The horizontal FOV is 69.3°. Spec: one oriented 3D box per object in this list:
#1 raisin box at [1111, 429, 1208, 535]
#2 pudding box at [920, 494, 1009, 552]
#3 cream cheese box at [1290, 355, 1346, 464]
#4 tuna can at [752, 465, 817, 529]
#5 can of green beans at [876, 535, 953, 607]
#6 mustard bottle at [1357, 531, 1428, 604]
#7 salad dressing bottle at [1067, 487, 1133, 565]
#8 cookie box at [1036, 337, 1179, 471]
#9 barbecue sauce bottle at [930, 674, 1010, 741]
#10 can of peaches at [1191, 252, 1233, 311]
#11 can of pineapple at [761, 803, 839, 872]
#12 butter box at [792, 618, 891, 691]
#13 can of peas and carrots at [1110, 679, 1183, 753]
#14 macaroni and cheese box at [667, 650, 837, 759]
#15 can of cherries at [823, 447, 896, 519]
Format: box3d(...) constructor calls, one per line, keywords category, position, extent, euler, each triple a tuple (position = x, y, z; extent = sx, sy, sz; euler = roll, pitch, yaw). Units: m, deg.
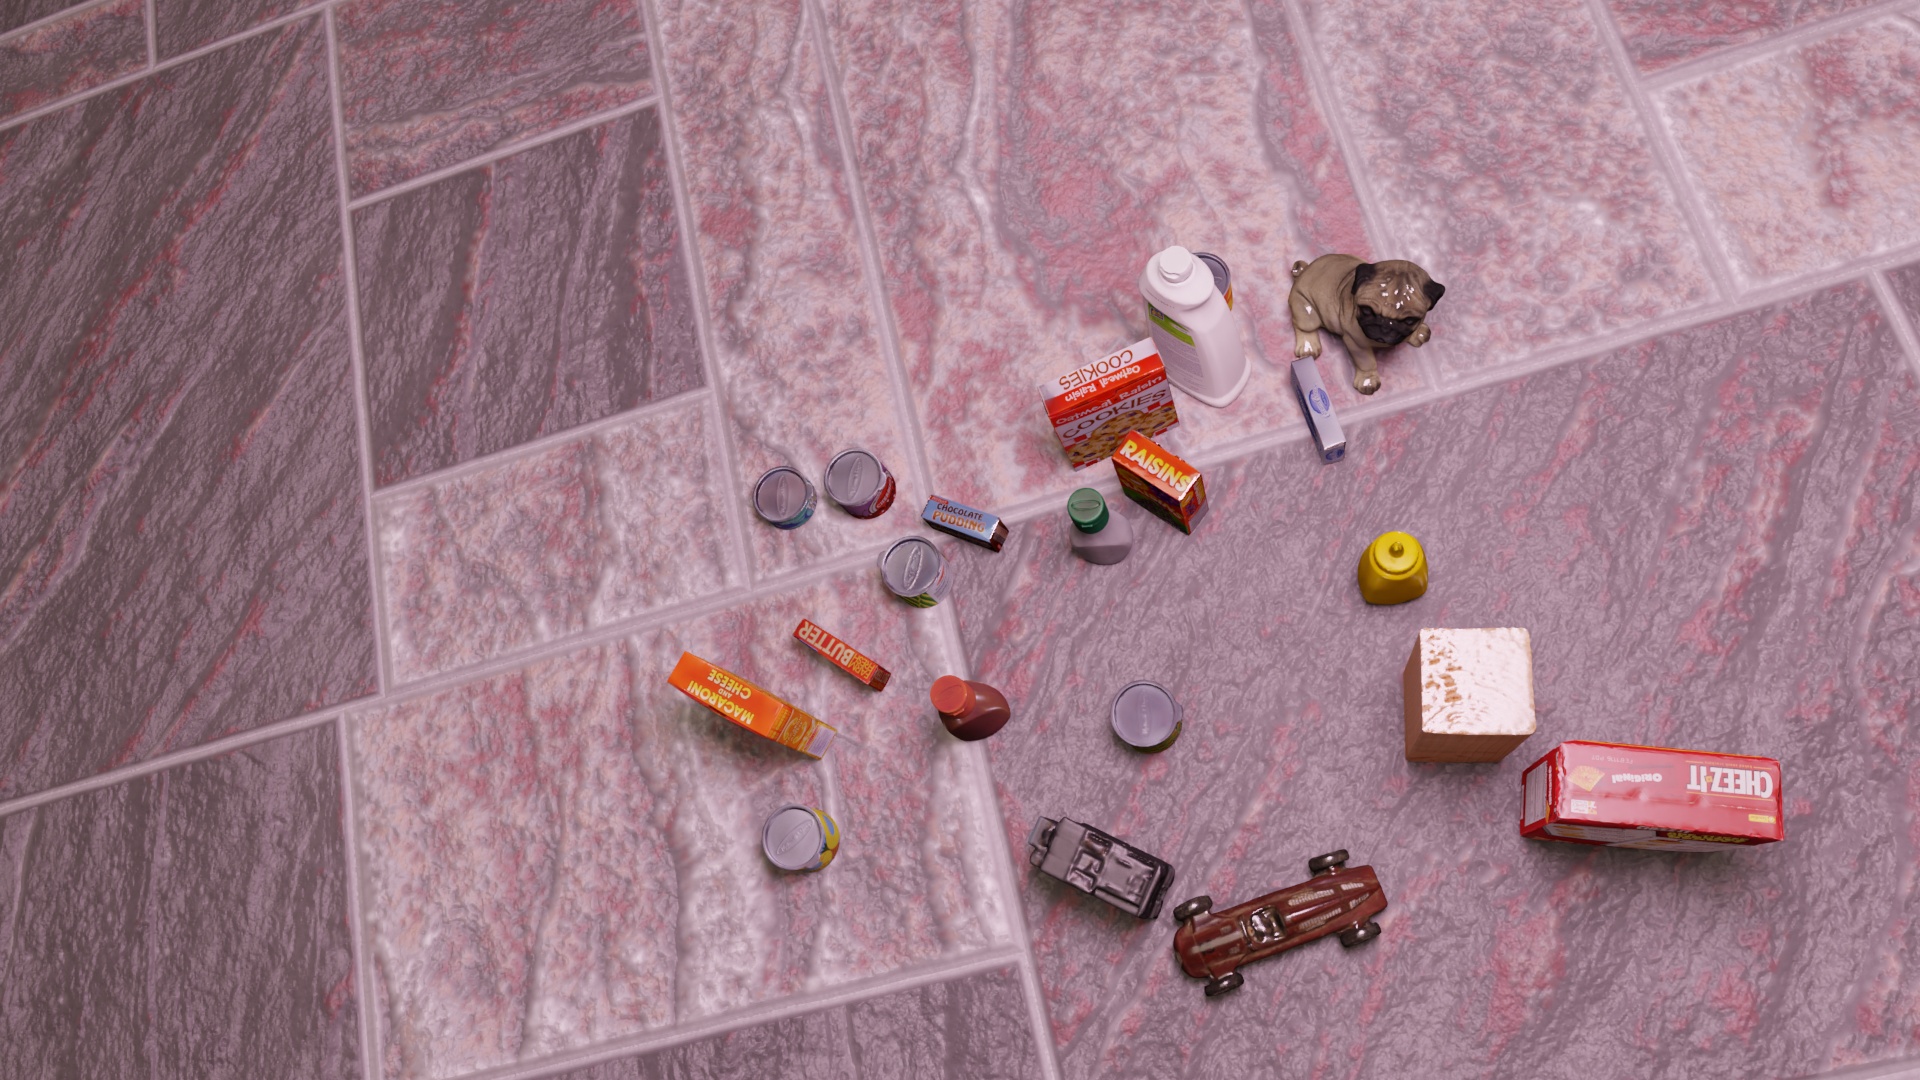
box3d(category="raisin box", position=(0.204, -0.058, 1.408), extent=(0.086, 0.123, 0.040), euler=(35, 85, 20))
box3d(category="pudding box", position=(0.005, -0.019, 1.484), extent=(0.084, 0.049, 0.030), euler=(20, 80, 18))
box3d(category="cream cheese box", position=(0.368, -0.133, 1.428), extent=(0.024, 0.053, 0.104), euler=(-19, 70, 8))
box3d(category="tuna can", position=(-0.193, -0.048, 1.550), extent=(0.071, 0.032, 0.071), euler=(-4, 73, 13))
box3d(category="can of green beans", position=(-0.045, 0.034, 1.477), extent=(0.071, 0.057, 0.071), euler=(-4, 73, 13))
box3d(category="mustard bottle", position=(0.411, 0.022, 1.314), extent=(0.065, 0.160, 0.049), euler=(-9, 72, 11))
box3d(category="salad dressing bottle", position=(0.137, -0.014, 1.398), extent=(0.064, 0.147, 0.044), euler=(-3, 74, 13))
box3d(category="cookie box", position=(0.154, -0.135, 1.420), extent=(0.123, 0.167, 0.040), euler=(-24, 70, 6))
box3d(category="barbecue sauce bottle", position=(0.006, 0.164, 1.376), extent=(0.065, 0.148, 0.044), euler=(-28, 70, 5))
box3d(category="can of peaches", position=(0.258, -0.265, 1.492), extent=(0.071, 0.058, 0.071), euler=(-4, 73, 13))
box3d(category="can of pineapple", position=(-0.162, 0.307, 1.423), extent=(0.071, 0.057, 0.071), euler=(-4, 73, 13))
box3d(category="butter box", position=(-0.125, 0.122, 1.472), extent=(0.103, 0.053, 0.024), euler=(30, 83, 20))
box3d(category="can of peas and carrots", position=(0.187, 0.175, 1.377), extent=(0.071, 0.058, 0.071), euler=(-4, 73, 13))
box3d(category="macaroni and cheese box", position=(-0.209, 0.171, 1.417), extent=(0.124, 0.166, 0.040), euler=(25, 82, 19))
box3d(category="can of cherries", position=(-0.107, -0.060, 1.519), extent=(0.071, 0.058, 0.071), euler=(-4, 73, 13))
